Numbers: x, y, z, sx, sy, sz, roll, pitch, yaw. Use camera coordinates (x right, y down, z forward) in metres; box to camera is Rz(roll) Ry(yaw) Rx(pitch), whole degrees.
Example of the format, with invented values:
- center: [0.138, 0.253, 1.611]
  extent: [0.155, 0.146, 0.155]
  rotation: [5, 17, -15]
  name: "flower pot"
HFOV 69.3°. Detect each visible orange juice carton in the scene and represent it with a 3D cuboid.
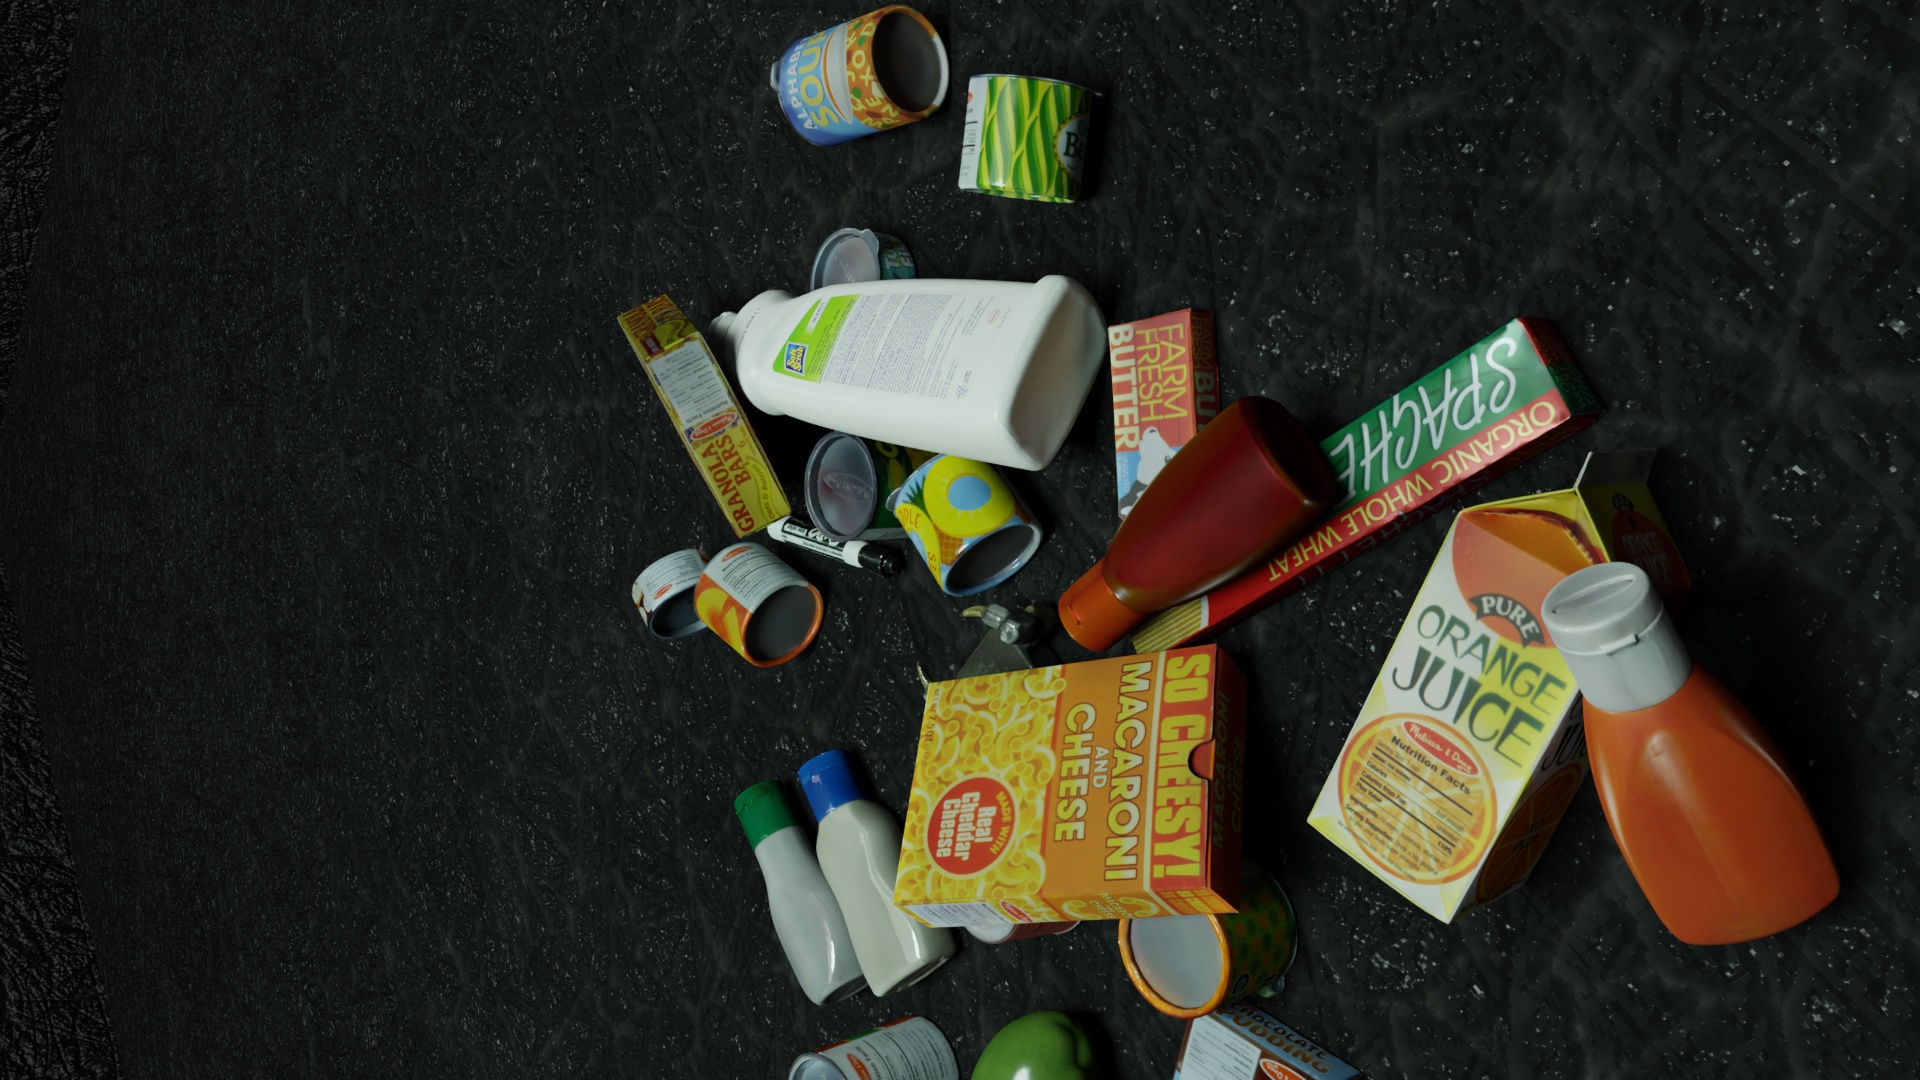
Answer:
- center: [0.221, 0.050, 0.556]
  extent: [0.073, 0.072, 0.191]
  rotation: [36, 117, 38]
  name: "orange juice carton"

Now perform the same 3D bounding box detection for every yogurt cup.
- center: [0.031, 0.189, 0.767]
  extent: [0.072, 0.054, 0.072]
  rotation: [4, 96, 45]
  name: "yogurt cup"

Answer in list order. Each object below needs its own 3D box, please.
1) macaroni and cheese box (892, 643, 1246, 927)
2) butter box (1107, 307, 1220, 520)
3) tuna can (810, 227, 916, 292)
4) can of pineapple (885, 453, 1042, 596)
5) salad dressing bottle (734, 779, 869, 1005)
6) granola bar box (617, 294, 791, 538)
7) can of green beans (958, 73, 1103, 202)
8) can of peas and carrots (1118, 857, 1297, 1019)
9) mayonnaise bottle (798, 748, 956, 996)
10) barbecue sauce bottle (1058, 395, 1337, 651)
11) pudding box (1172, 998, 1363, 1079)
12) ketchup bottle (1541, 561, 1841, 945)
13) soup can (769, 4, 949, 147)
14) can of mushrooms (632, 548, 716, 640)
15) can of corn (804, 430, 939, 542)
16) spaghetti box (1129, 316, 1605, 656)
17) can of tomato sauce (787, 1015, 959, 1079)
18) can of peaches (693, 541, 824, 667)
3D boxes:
- center: [0.054, 0.122, 0.684]
  extent: [0.166, 0.040, 0.124]
  rotation: [-12, 52, 29]
  name: "macaroni and cheese box"
- center: [0.104, -0.062, 0.703]
  extent: [0.053, 0.024, 0.103]
  rotation: [-3, 89, 46]
  name: "butter box"
- center: [-0.059, -0.160, 0.856]
  extent: [0.071, 0.033, 0.071]
  rotation: [3, 94, 45]
  name: "tuna can"
- center: [0.003, -0.010, 0.775]
  extent: [0.070, 0.071, 0.058]
  rotation: [-52, 58, 33]
  name: "can of pineapple"
- center: [-0.104, 0.228, 0.913]
  extent: [0.064, 0.044, 0.148]
  rotation: [-52, 56, 35]
  name: "salad dressing bottle"
- center: [-0.164, -0.083, 0.878]
  extent: [0.123, 0.039, 0.166]
  rotation: [66, 170, -24]
  name: "granola bar box"
- center: [0.034, -0.212, 0.737]
  extent: [0.071, 0.071, 0.057]
  rotation: [17, 105, 43]
  name: "can of green beans"
- center: [0.120, 0.194, 0.674]
  extent: [0.071, 0.059, 0.071]
  rotation: [3, 94, 46]
  name: "can of peas and carrots"
- center: [-0.057, 0.202, 0.866]
  extent: [0.064, 0.041, 0.148]
  rotation: [-46, 60, 35]
  name: "mayonnaise bottle"
- center: [0.103, 0.000, 0.651]
  extent: [0.148, 0.044, 0.065]
  rotation: [-45, 61, 38]
  name: "barbecue sauce bottle"
- center: [0.147, 0.260, 0.670]
  extent: [0.084, 0.030, 0.049]
  rotation: [23, 107, 42]
  name: "pudding box"
- center: [0.252, 0.075, 0.489]
  extent: [0.064, 0.044, 0.148]
  rotation: [-27, 111, 20]
  name: "ketchup bottle"
- center: [-0.060, -0.275, 0.825]
  extent: [0.083, 0.071, 0.071]
  rotation: [0, 92, 45]
  name: "soup can"
- center: [-0.195, 0.039, 0.980]
  extent: [0.070, 0.071, 0.033]
  rotation: [-52, 58, 33]
  name: "can of mushrooms"
- center: [-0.050, -0.035, 0.835]
  extent: [0.071, 0.058, 0.071]
  rotation: [3, 94, 45]
  name: "can of corn"
- center: [0.168, -0.015, 0.638]
  extent: [0.249, 0.029, 0.050]
  rotation: [-37, 67, 40]
  name: "spaghetti box"
- center: [-0.053, 0.331, 0.836]
  extent: [0.071, 0.083, 0.071]
  rotation: [3, 94, 45]
  name: "can of tomato sauce"
- center: [-0.132, 0.044, 0.917]
  extent: [0.058, 0.071, 0.071]
  rotation: [33, 114, 39]
  name: "can of peaches"
